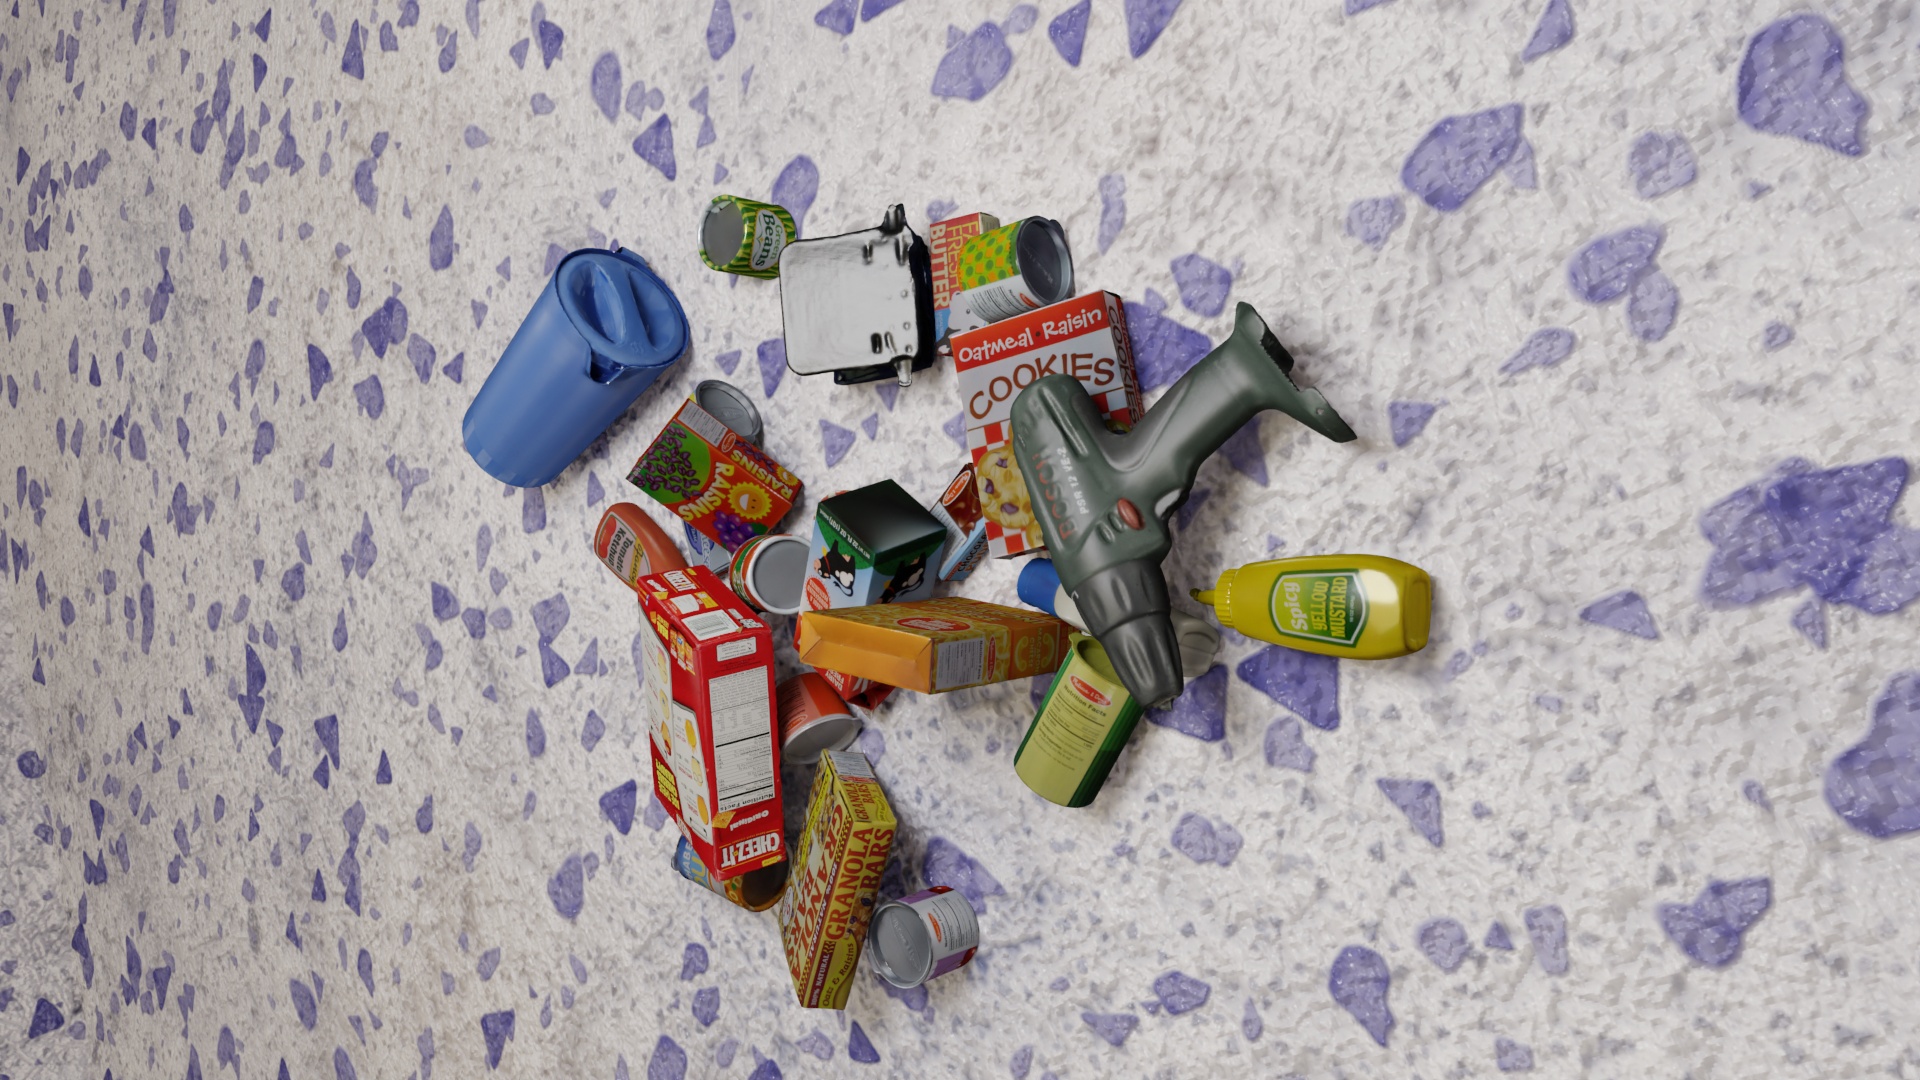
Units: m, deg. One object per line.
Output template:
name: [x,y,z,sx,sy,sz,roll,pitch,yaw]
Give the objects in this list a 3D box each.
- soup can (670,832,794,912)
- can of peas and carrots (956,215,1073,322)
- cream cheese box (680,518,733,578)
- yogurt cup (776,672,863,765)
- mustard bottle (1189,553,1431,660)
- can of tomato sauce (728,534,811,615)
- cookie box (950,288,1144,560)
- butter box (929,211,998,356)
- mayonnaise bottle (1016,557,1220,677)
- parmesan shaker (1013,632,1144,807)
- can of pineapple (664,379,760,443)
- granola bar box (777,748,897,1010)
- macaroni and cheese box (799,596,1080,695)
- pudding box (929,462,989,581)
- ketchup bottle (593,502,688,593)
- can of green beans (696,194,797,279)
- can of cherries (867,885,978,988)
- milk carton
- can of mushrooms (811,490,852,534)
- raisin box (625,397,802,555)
soup can: [-0.197,0.279,1.207,0.084,0.071,0.071,14,100,38]
can of peas and carrots: [0.040,-0.198,1.010,0.058,0.071,0.071,-10,85,40]
cream cheese box: [-0.228,-0.019,1.258,0.053,0.024,0.104,-26,74,36]
yogurt cup: [-0.125,0.146,1.152,0.072,0.072,0.054,-49,54,29]
mustard bottle: [0.213,0.040,0.880,0.160,0.049,0.065,1,88,39]
can of tomato sauce: [-0.153,0.029,1.147,0.083,0.071,0.071,177,91,-71]
cookie box: [0.068,-0.081,0.989,0.123,0.040,0.167,-14,81,25]
butter box: [0.005,-0.195,1.064,0.053,0.024,0.103,-5,88,39]
mayonnaise bottle: [0.104,0.051,0.964,0.148,0.065,0.041,23,93,41]
parmesan shaker: [0.085,0.126,0.976,0.071,0.071,0.102,40,115,32]
can of pineapple: [-0.219,-0.097,1.222,0.057,0.071,0.071,-43,65,33]
granola bar box: [-0.102,0.268,1.112,0.124,0.039,0.165,-133,56,-66]
macaroni and cheese box: [-0.012,0.072,0.990,0.124,0.167,0.040,9,97,39]
pudding box: [0.004,-0.013,1.064,0.083,0.030,0.050,-52,59,27]
ketchup bottle: [-0.283,0.027,1.292,0.149,0.043,0.064,39,116,32]
can of green beans: [-0.185,-0.261,1.197,0.071,0.058,0.071,1,92,39]
can of cherries: [-0.030,0.307,1.078,0.071,0.058,0.071,2,93,39]
milk carton: [-0.076,0.054,1.085,0.072,0.074,0.189,42,134,31]
can of mushrooms: [-0.087,-0.010,1.137,0.071,0.033,0.071,0,91,40]
raisin box: [-0.210,-0.051,1.189,0.123,0.040,0.085,37,122,-14]
